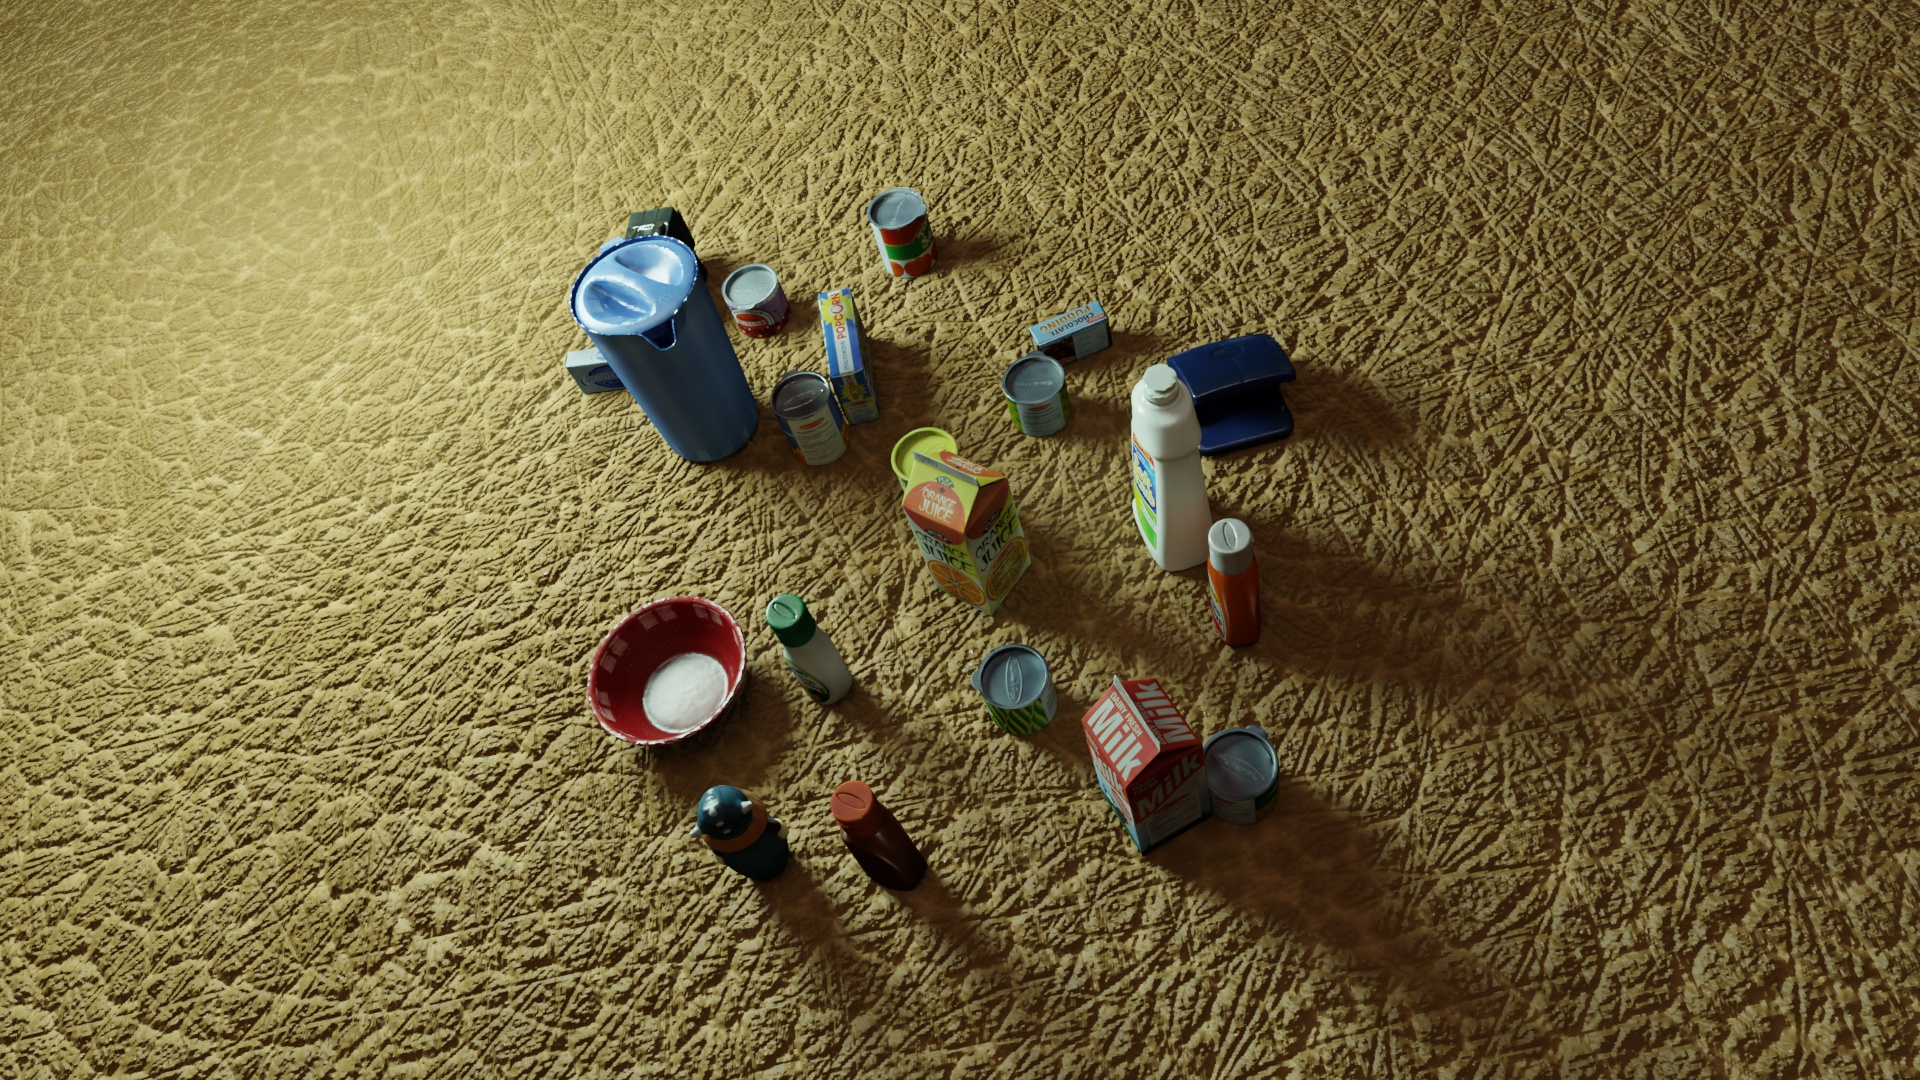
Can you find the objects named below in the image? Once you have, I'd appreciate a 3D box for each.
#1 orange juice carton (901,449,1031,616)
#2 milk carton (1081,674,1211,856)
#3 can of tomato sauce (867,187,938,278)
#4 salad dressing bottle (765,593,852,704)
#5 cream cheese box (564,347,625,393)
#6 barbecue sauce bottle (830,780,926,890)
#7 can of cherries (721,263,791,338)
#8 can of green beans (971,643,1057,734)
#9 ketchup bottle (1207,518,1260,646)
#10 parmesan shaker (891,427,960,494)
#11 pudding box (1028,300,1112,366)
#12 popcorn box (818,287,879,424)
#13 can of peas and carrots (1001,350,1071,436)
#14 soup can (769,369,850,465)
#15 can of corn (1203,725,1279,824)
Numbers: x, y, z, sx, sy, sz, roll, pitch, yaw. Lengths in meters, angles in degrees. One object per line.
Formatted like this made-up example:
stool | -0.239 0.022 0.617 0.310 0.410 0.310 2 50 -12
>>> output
orange juice carton | 0.005 -0.016 1.302 0.072 0.191 0.073 26 66 26
milk carton | 0.153 0.180 1.139 0.073 0.189 0.072 -29 56 -6
can of tomato sauce | -0.064 -0.356 1.610 0.071 0.082 0.071 -6 56 9
salad dressing bottle | -0.141 0.101 1.286 0.064 0.147 0.044 31 69 28
cream cheese box | -0.397 -0.199 1.602 0.104 0.053 0.024 -7 56 9
barbecue sauce bottle | -0.073 0.248 1.172 0.065 0.148 0.044 20 64 24
can of cherries | -0.237 -0.276 1.612 0.071 0.058 0.072 -6 56 9
can of green beans | 0.053 0.137 1.272 0.071 0.057 0.071 -6 56 9
ketchup bottle | 0.244 0.035 1.240 0.043 0.148 0.065 -13 55 5
parmesan shaker | -0.023 -0.055 1.389 0.071 0.102 0.071 -6 56 9
pudding box | 0.119 -0.219 1.498 0.084 0.049 0.030 -23 55 -2
popcorn box | -0.122 -0.202 1.520 0.038 0.085 0.127 -14 55 4
can of peas and carrots | 0.080 -0.154 1.457 0.071 0.058 0.071 -6 56 9
soup can | -0.160 -0.132 1.483 0.071 0.083 0.072 -6 56 9
can of corn | 0.240 0.200 1.186 0.071 0.058 0.071 -6 56 9
